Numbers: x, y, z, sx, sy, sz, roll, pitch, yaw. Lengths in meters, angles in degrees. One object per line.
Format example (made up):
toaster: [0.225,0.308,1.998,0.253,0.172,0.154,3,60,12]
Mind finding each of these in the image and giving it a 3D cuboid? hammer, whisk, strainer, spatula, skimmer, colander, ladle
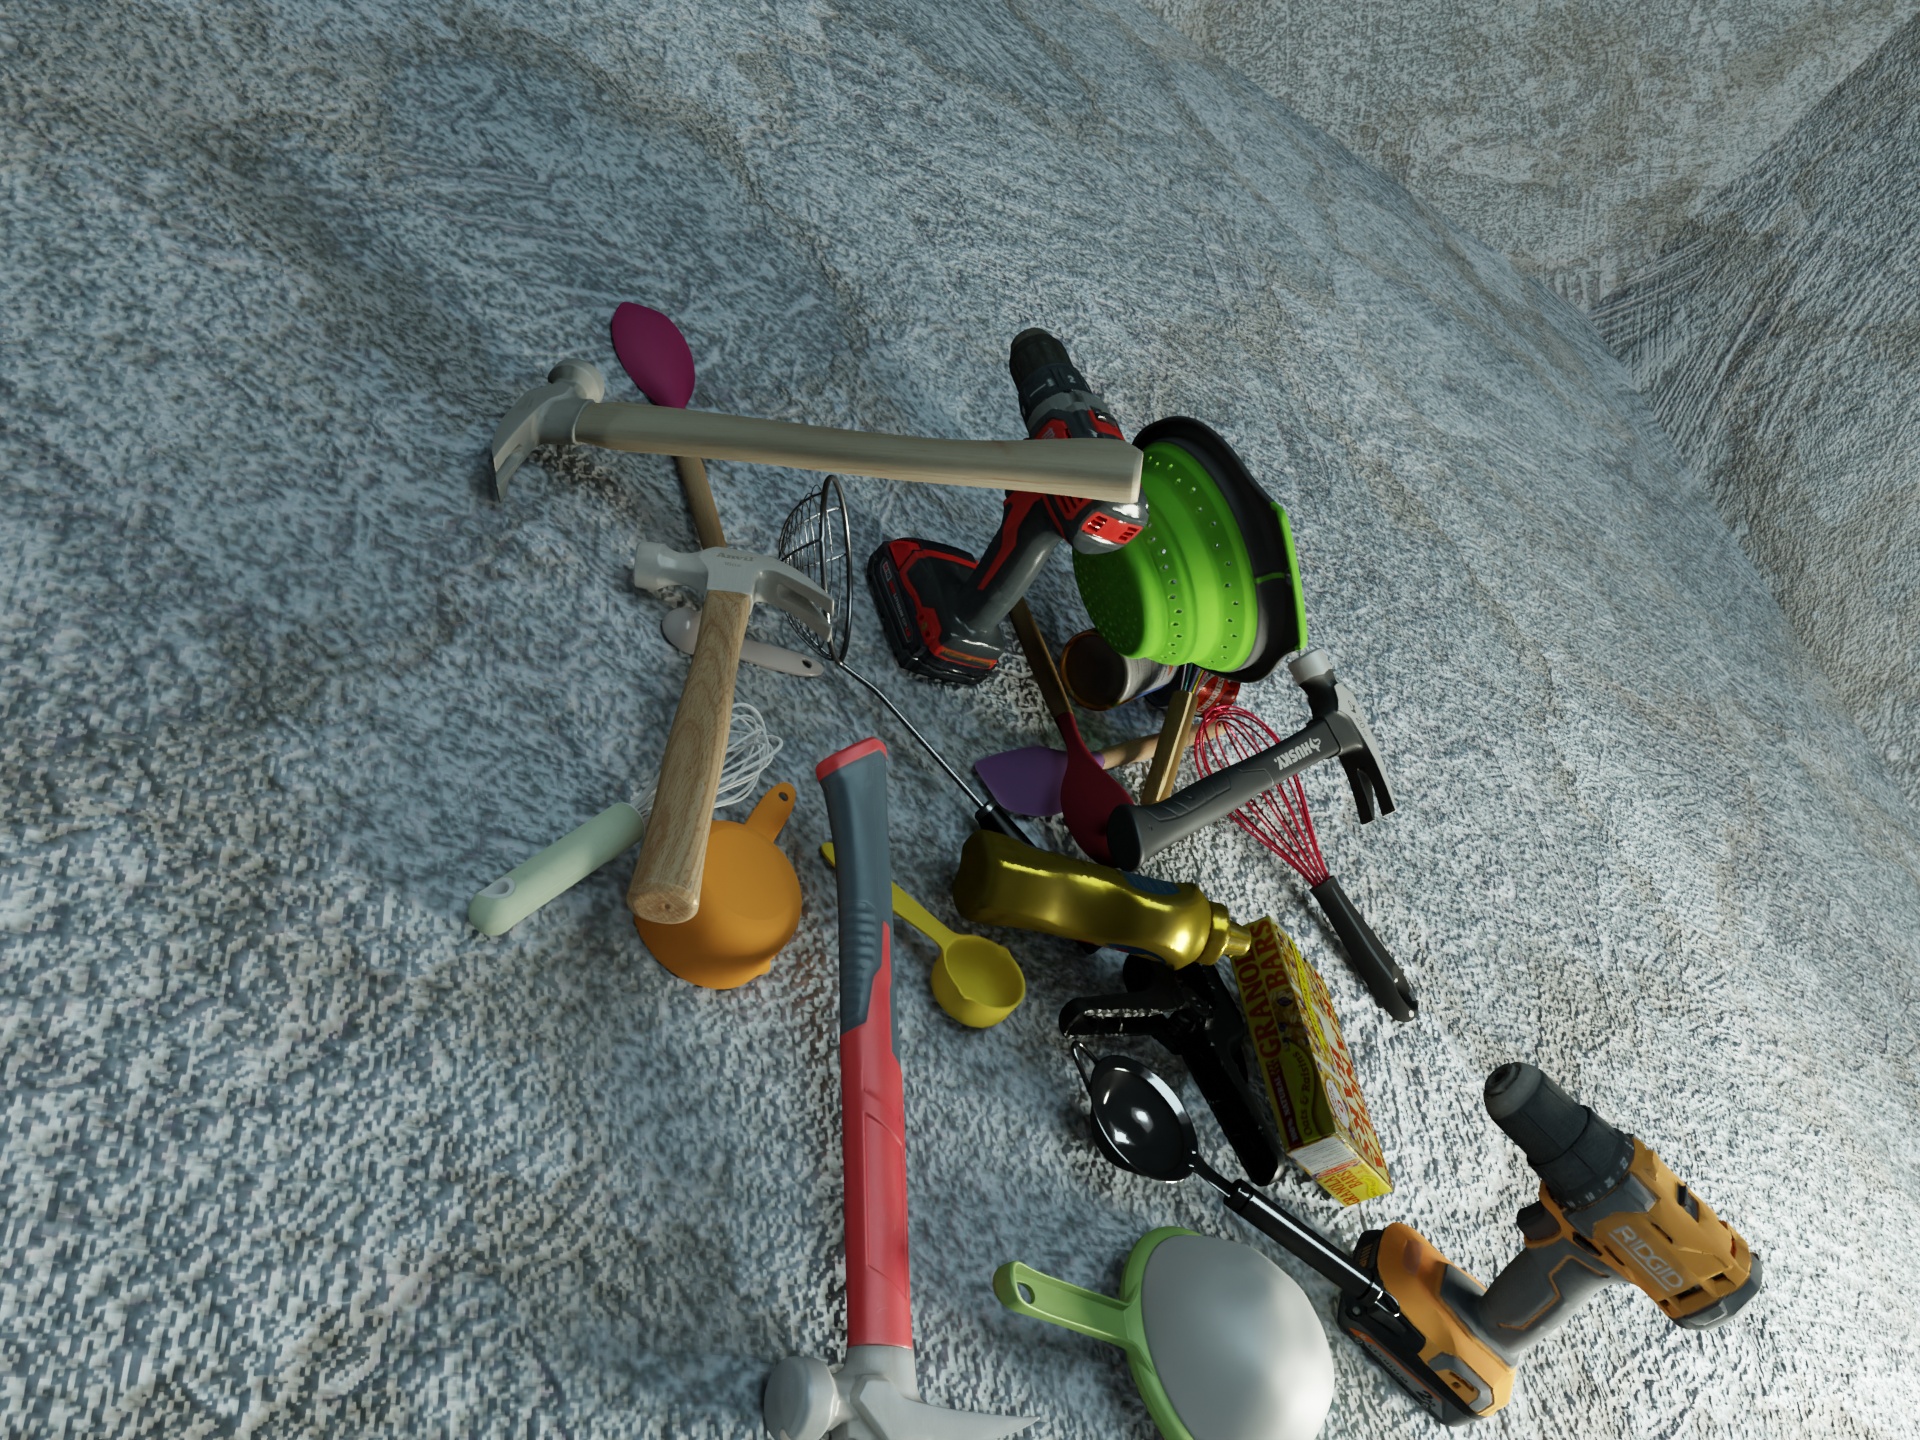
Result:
hammer: [-0.090,-0.170,1.021,0.410,0.038,0.146,7,37,6]
hammer: [0.219,0.049,1.198,0.334,0.035,0.146,-21,82,-46]
whisk: [0.187,-0.039,1.262,0.047,0.051,0.245,14,69,16]
whisk: [-0.181,0.054,0.888,0.058,0.059,0.246,9,27,29]
strainer: [0.125,0.324,0.860,0.256,0.069,0.152,32,35,-35]
spatula: [0.123,0.029,1.238,0.316,0.018,0.060,-13,61,-49]
strainer: [0.161,0.286,0.968,0.258,0.050,0.087,35,31,1]
hammer: [-0.036,0.184,0.858,0.143,0.038,0.387,20,50,-32]
whisk: [0.279,0.115,1.280,0.073,0.073,0.296,-24,79,-53]
skimmer: [-0.002,-0.003,1.083,0.363,0.090,0.127,49,4,2]
colander: [0.113,-0.131,1.226,0.094,0.204,0.397,-21,22,-16]
ladle: [0.072,-0.019,1.211,0.069,0.031,0.316,13,39,-32]
hammer: [-0.144,-0.006,0.913,0.130,0.031,0.332,5,36,-4]

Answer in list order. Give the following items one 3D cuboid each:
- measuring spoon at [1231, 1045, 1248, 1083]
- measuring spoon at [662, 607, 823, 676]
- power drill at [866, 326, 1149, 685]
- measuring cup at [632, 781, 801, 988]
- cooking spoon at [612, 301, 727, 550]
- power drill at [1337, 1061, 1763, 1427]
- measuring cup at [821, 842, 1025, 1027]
measuring spoon: [0.178,0.205,1.125,0.021,0.011,0.117,9,52,-40]
measuring spoon: [-0.140,-0.051,1.055,0.124,0.018,0.034,15,44,-36]
power drill: [0.029,-0.154,1.147,0.080,0.226,0.188,11,47,-39]
measuring cup: [-0.119,0.075,0.915,0.095,0.052,0.174,39,37,-8]
cooking spoon: [-0.197,-0.195,1.144,0.068,0.017,0.319,10,47,-39]
power drill: [0.333,0.319,0.972,0.185,0.226,0.084,44,35,0]
measuring cup: [-0.030,0.132,0.982,0.156,0.029,0.062,38,32,11]
